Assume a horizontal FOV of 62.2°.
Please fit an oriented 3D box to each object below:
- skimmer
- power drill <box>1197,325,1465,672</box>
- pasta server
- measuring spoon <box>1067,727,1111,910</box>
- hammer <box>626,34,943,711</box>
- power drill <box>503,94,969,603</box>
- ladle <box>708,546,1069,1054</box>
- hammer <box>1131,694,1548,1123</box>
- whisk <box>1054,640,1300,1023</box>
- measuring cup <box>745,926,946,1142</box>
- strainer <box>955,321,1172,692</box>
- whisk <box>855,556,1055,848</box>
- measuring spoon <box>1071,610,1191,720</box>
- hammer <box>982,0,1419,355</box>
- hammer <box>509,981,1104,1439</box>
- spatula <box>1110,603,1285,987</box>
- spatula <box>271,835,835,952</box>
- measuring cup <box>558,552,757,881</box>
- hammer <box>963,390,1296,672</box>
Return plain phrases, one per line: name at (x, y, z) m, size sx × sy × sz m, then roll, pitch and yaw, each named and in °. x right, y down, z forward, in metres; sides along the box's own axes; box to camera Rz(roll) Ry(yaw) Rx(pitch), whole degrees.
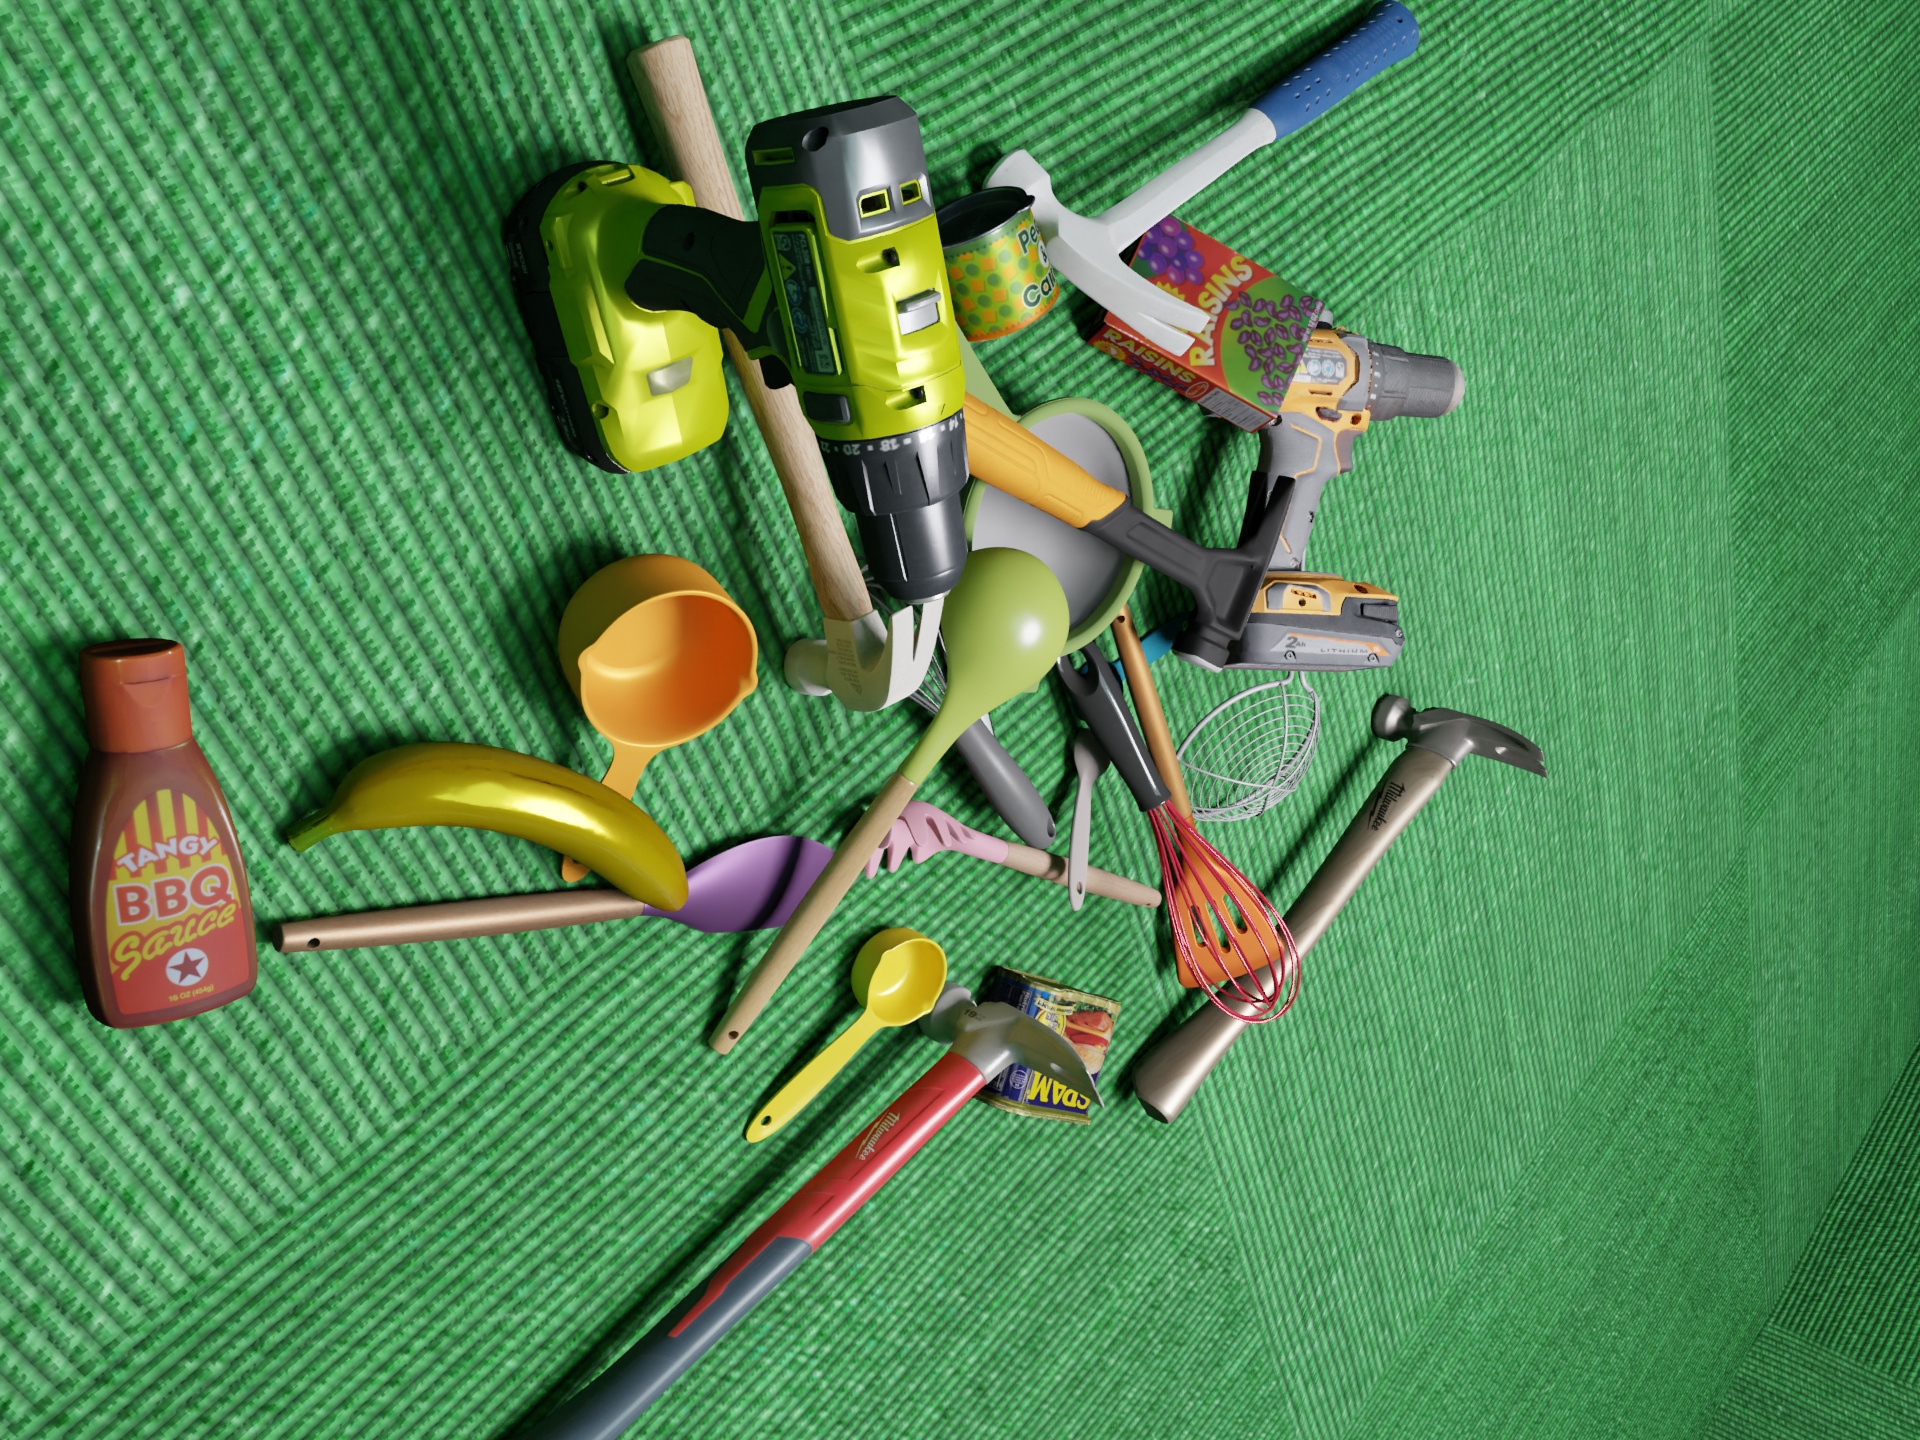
skimmer at (0.214, -0.108, 1.130) m, size 0.127 × 0.090 × 0.363 m, roll 8°, pitch 86°, yaw -41°
power drill at (0.246, -0.147, 1.049) m, size 0.185 × 0.084 × 0.226 m, roll 1°, pitch 88°, yaw -16°
pasta server at (0.042, 0.095, 1.010) m, size 0.316 × 0.060 × 0.040 m, roll 22°, pitch 52°, yaw -49°
measuring spoon at (0.084, 0.063, 1.027) m, size 0.034 × 0.018 × 0.124 m, roll 35°, pitch 55°, yaw -49°
hammer at (-0.088, -0.156, 0.768) m, size 0.031 × 0.130 × 0.331 m, roll -30°, pitch 113°, yaw -30°
power drill at (-0.087, -0.152, 0.669) m, size 0.080 × 0.229 × 0.190 m, roll -31°, pitch 122°, yaw -35°
ladle at (-0.047, 0.046, 0.862) m, size 0.078 × 0.062 × 0.320 m, roll 30°, pitch 100°, yaw -30°
hammer at (0.277, 0.143, 1.200) m, size 0.411 × 0.146 × 0.038 m, roll -47°, pitch 131°, yaw -20°
whisk at (0.136, 0.069, 1.026) m, size 0.073 × 0.073 × 0.295 m, roll -36°, pitch 101°, yaw -33°
measuring cup at (-0.073, 0.184, 0.936) m, size 0.156 × 0.029 × 0.062 m, roll -44°, pitch 130°, yaw -13°
strainer at (0.013, -0.148, 0.888) m, size 0.151 × 0.069 × 0.256 m, roll -50°, pitch 130°, yaw -17°
whisk at (-0.002, -0.003, 0.920) m, size 0.055 × 0.055 × 0.238 m, roll -52°, pitch 129°, yaw -21°
measuring spoon at (0.124, -0.039, 1.063) m, size 0.128 × 0.021 × 0.042 m, roll -35°, pitch 124°, yaw -31°
hammer at (0.184, -0.360, 0.987) m, size 0.144 × 0.035 × 0.405 m, roll 45°, pitch 55°, yaw 2°
hammer at (-0.092, 0.296, 0.875) m, size 0.386 × 0.143 × 0.038 m, roll -39°, pitch 124°, yaw -25°
spatula at (0.146, 0.050, 1.073) m, size 0.081 × 0.041 × 0.322 m, roll -19°, pitch 124°, yaw 5°
spatula at (-0.183, 0.091, 0.795) m, size 0.315 × 0.018 × 0.059 m, roll -1°, pitch 116°, yaw -45°
measuring cup at (-0.166, -0.002, 0.773) m, size 0.095 × 0.052 × 0.173 m, roll 9°, pitch 120°, yaw -40°
hammer at (0.065, -0.130, 0.868) m, size 0.336 × 0.034 × 0.127 m, roll 20°, pitch 92°, yaw -44°
